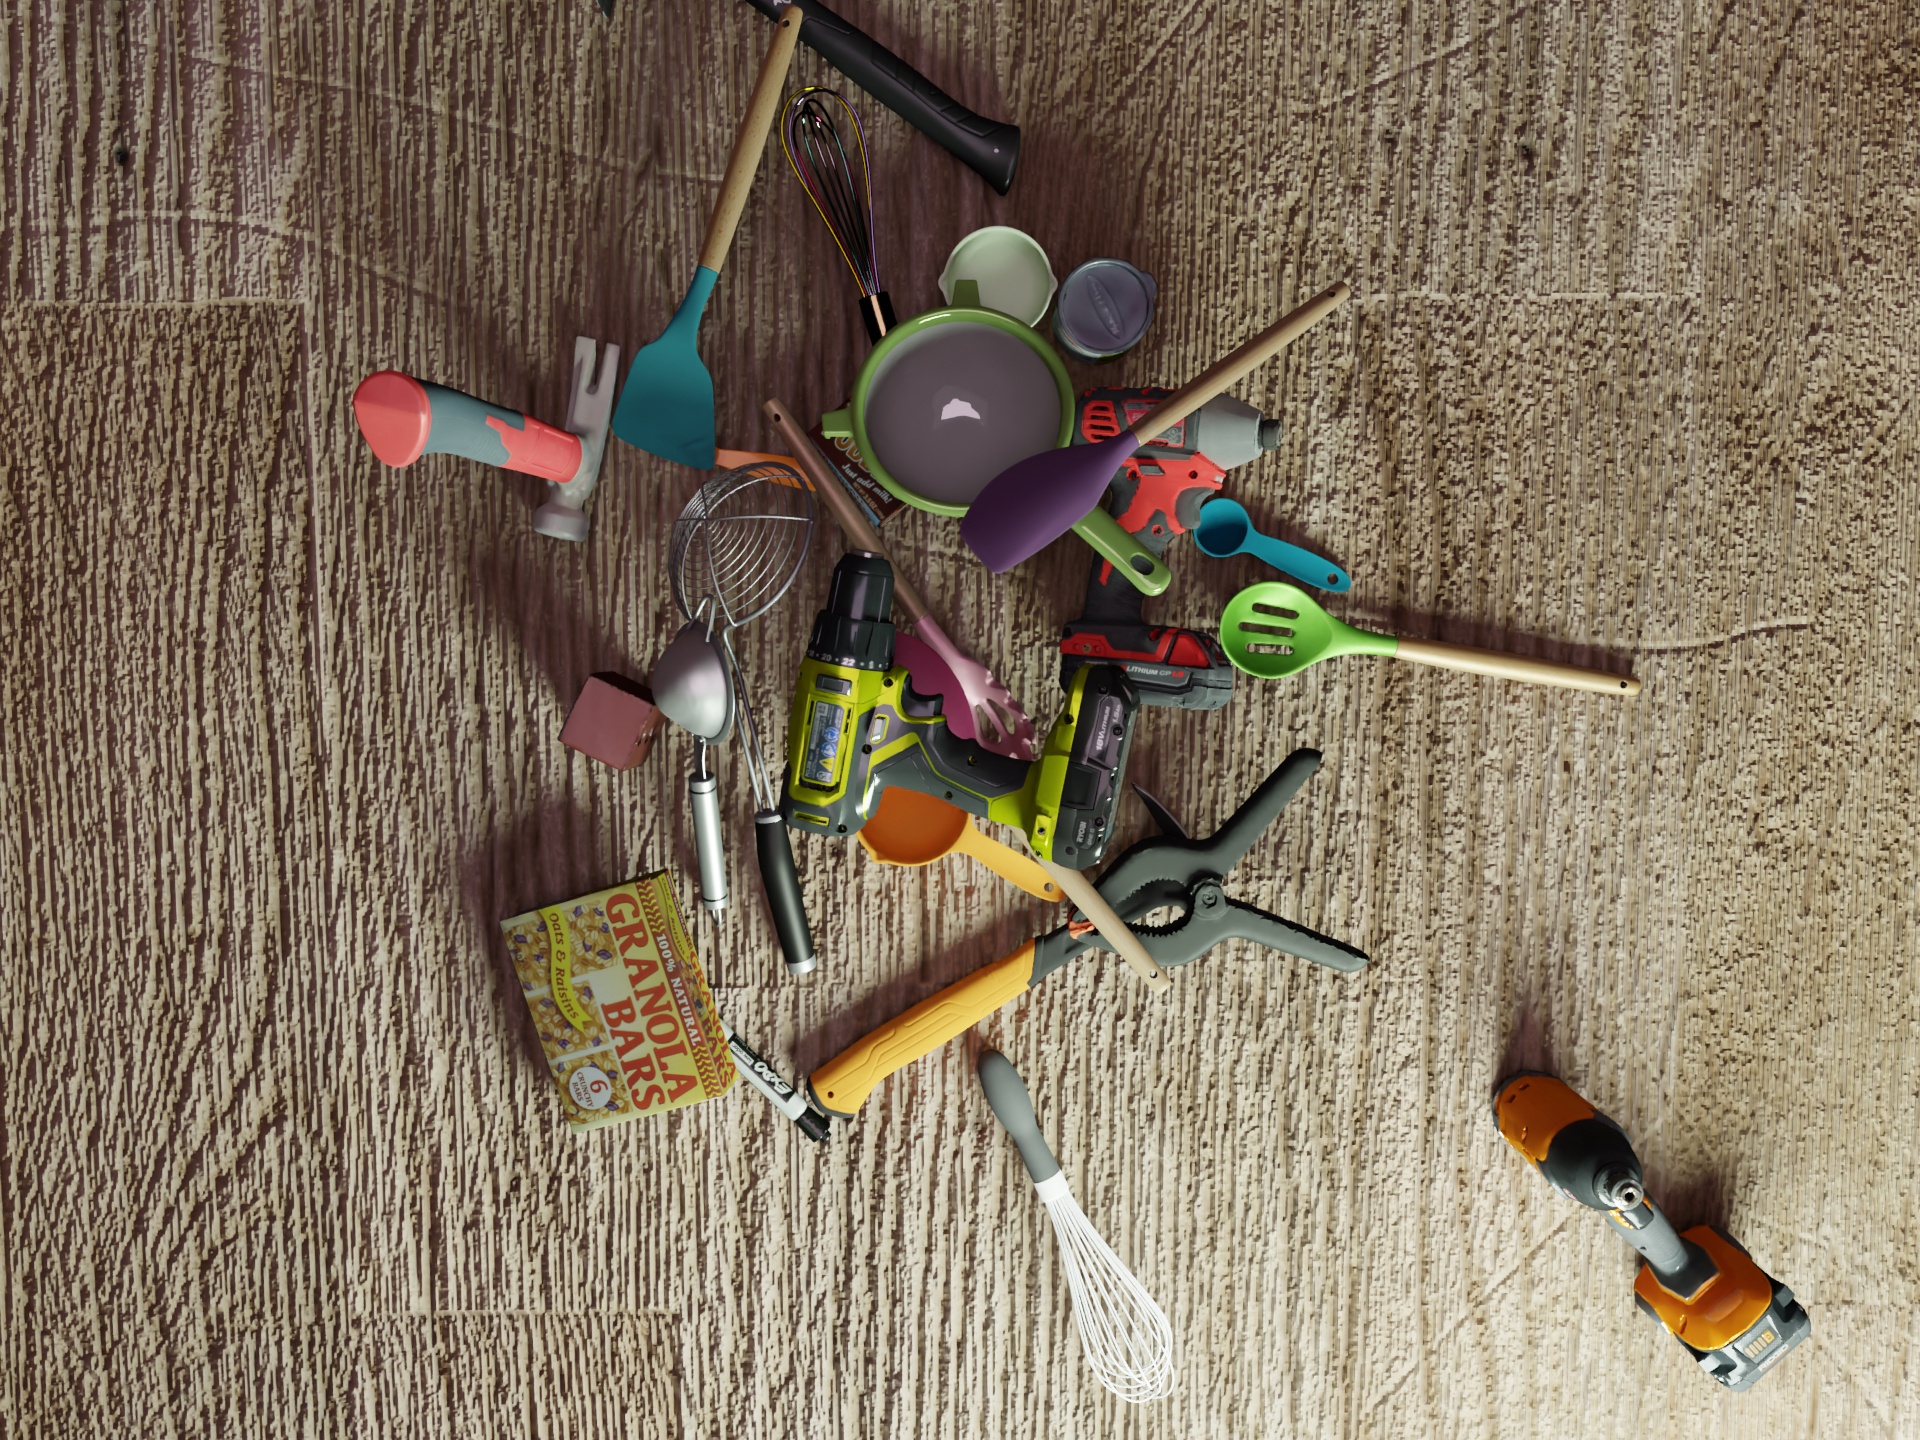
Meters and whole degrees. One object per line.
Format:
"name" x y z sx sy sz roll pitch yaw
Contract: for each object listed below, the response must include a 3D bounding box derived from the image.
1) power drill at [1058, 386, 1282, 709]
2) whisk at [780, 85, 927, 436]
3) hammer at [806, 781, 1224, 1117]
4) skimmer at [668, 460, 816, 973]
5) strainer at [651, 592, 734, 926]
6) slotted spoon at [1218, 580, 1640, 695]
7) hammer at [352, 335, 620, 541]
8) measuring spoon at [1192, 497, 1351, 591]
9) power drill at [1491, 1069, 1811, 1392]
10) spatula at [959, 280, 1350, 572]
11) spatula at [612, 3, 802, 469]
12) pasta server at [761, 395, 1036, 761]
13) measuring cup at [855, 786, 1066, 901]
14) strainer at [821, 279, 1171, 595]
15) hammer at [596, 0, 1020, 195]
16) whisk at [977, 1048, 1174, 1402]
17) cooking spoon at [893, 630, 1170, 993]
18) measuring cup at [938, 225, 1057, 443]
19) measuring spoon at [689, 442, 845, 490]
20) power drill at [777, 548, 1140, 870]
"power drill" 0.143 -0.120 1.102 0.143 0.078 0.219 6 93 22
"whisk" -0.072 -0.318 1.112 0.047 0.051 0.245 -27 106 -36
"hammer" 0.030 0.182 1.163 0.337 0.034 0.127 -33 95 2
"skimmer" -0.131 0.001 1.142 0.127 0.090 0.363 1 110 36
"strainer" -0.183 0.037 1.112 0.050 0.087 0.258 -20 122 -32
"slotted spoon" 0.338 -0.047 1.150 0.313 0.031 0.070 9 95 -3
"hammer" -0.271 -0.185 0.954 0.038 0.386 0.143 13 95 -1
"measuring spoon" 0.224 -0.123 1.151 0.128 0.021 0.042 23 96 -11
"power drill" 0.484 0.357 1.117 0.084 0.164 0.226 -43 96 3
"spatula" 0.133 -0.203 1.053 0.316 0.018 0.060 -35 74 -8
"spatula" -0.165 -0.336 1.104 0.082 0.044 0.317 21 96 10
"pasta server" -0.045 -0.093 1.124 0.060 0.040 0.316 -32 101 17
"measuring cup" -0.001 0.080 1.145 0.173 0.052 0.095 31 90 -4
"strainer" 0.040 -0.168 1.087 0.256 0.069 0.151 42 81 6
"hammer" -0.098 -0.475 1.109 0.334 0.035 0.146 35 93 -3
"whisk" 0.080 0.371 1.172 0.070 0.070 0.284 -26 89 2
"cooking spoon" 0.037 0.065 1.106 0.069 0.017 0.319 -41 87 -5
"measuring cup" 0.027 -0.266 1.131 0.083 0.038 0.167 2 112 4
"measuring spoon" -0.138 -0.182 1.143 0.117 0.011 0.021 11 95 -2
"power drill" -0.002 -0.003 1.058 0.228 0.080 0.190 12 98 11
